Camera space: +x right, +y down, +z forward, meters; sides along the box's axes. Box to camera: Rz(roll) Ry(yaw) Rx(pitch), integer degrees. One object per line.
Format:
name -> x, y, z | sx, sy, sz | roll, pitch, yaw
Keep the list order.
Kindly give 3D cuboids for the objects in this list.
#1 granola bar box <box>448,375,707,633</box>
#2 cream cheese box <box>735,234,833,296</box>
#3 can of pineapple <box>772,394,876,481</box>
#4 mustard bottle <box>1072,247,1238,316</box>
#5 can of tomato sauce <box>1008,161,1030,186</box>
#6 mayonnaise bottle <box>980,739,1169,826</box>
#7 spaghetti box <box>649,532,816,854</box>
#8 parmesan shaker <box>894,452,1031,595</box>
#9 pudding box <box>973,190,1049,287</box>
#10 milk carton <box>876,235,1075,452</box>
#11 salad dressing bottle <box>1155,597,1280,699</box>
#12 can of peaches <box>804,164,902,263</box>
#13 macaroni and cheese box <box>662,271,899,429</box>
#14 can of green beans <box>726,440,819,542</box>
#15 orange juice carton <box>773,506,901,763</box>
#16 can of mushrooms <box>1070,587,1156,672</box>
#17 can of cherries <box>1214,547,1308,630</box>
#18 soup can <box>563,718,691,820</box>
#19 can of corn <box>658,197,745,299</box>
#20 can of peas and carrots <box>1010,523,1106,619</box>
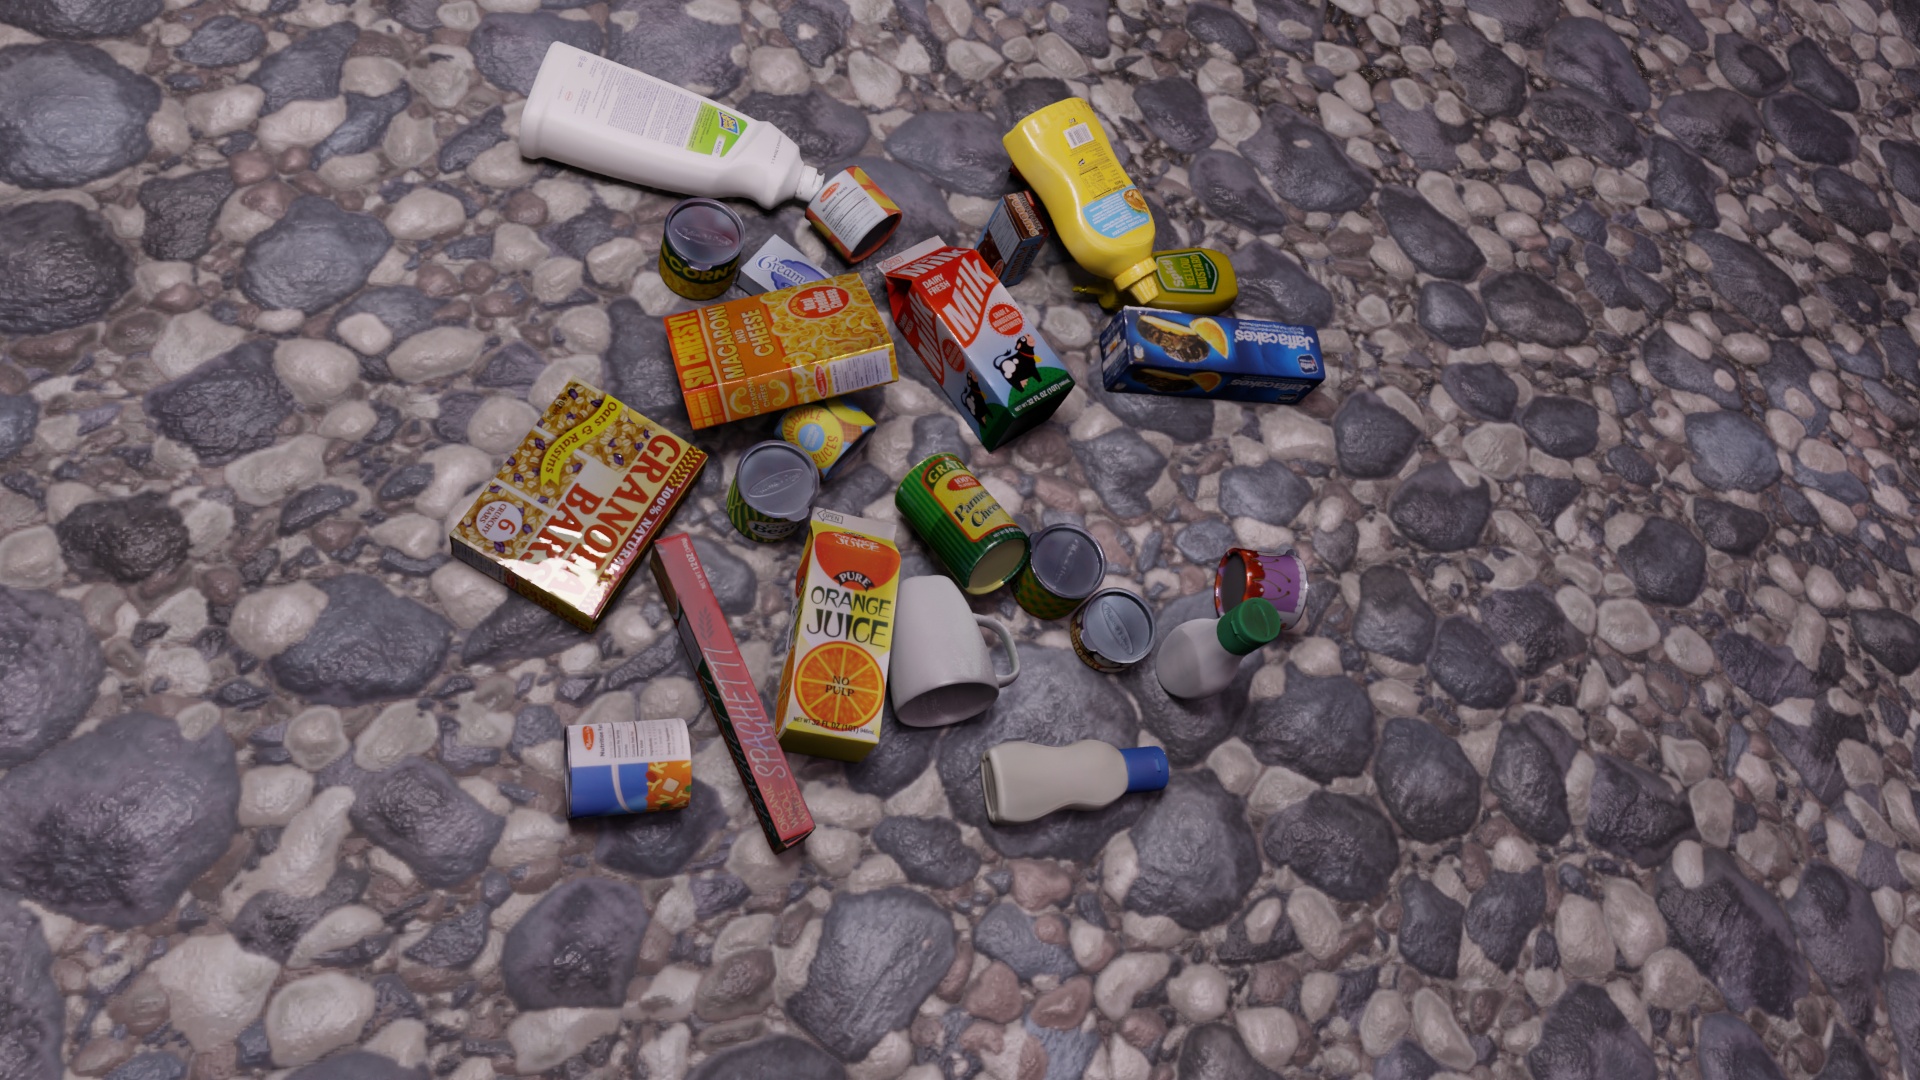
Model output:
granola bar box -> -0.291, -0.030, 1.071 | 0.124, 0.039, 0.166 | 31, 63, -4
cream cheese box -> -0.137, -0.215, 1.205 | 0.104, 0.024, 0.053 | 36, 61, -1
can of pineapple -> -0.111, -0.090, 1.137 | 0.058, 0.070, 0.071 | 43, 63, 3
mustard bottle -> 0.180, -0.238, 1.302 | 0.160, 0.048, 0.065 | -7, 69, -20
can of tomato sauce -> 0.098, -0.354, 1.312 | 0.083, 0.071, 0.071 | 35, 63, -2
mayonnaise bottle -> 0.092, 0.188, 1.102 | 0.148, 0.041, 0.065 | -2, 71, -20
spaghetti box -> -0.173, 0.114, 1.043 | 0.029, 0.050, 0.250 | -21, 76, -23
parmesan shaker -> 0.004, -0.014, 1.126 | 0.071, 0.071, 0.103 | -26, 57, -25
pudding box -> 0.045, -0.271, 1.254 | 0.030, 0.083, 0.050 | -17, 74, -25
milk carton -> 0.008, -0.180, 1.209 | 0.072, 0.073, 0.191 | -31, 80, -25
salad dressing bottle -> 0.207, 0.086, 1.120 | 0.044, 0.147, 0.064 | -10, 73, -21
can of peaches -> -0.093, -0.287, 1.228 | 0.058, 0.071, 0.071 | 47, 63, 5
macaroni and cheese box -> -0.146, -0.154, 1.120 | 0.167, 0.040, 0.124 | -15, 41, -9
can of green beans -> -0.150, -0.038, 1.109 | 0.071, 0.057, 0.071 | 7, 67, -15
orange juice carton -> -0.093, 0.068, 1.075 | 0.072, 0.072, 0.193 | 12, 65, -13
can of mushrooms -> 0.126, 0.076, 1.163 | 0.071, 0.033, 0.071 | 6, 67, -16
can of cherries -> 0.259, 0.039, 1.203 | 0.058, 0.071, 0.072 | 7, 67, -13
soup can -> -0.239, 0.165, 0.994 | 0.084, 0.071, 0.071 | -1, 69, -19
can of corn -> -0.219, -0.243, 1.171 | 0.071, 0.058, 0.071 | 6, 67, -15
can of peas and carrots -> 0.078, 0.025, 1.155 | 0.071, 0.058, 0.071 | 6, 66, -15
